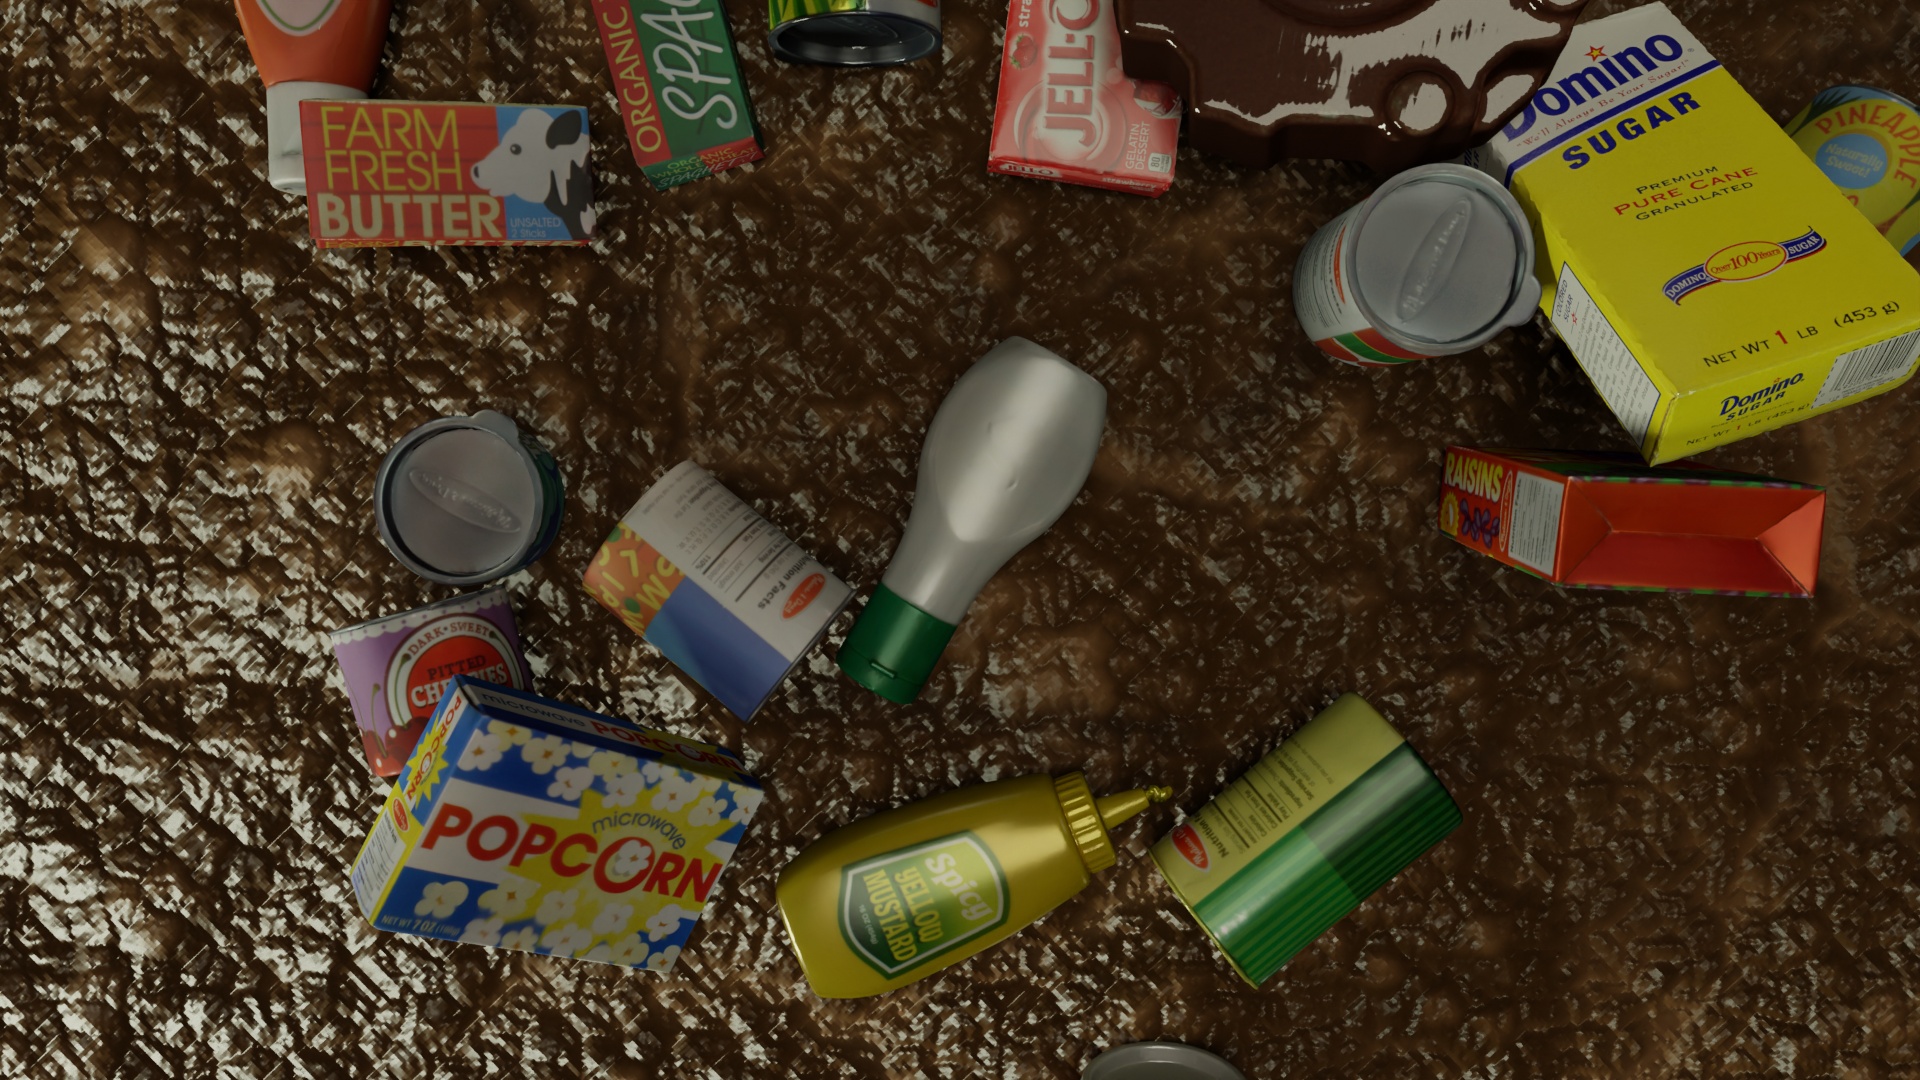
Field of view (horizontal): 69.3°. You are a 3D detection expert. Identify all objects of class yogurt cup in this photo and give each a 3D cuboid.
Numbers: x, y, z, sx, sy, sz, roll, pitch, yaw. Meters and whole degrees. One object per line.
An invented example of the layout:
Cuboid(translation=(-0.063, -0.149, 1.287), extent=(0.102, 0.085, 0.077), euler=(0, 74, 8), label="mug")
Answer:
Cuboid(translation=(0.081, 0.240, 0.550), extent=(0.072, 0.072, 0.053), euler=(0, 101, 0), label="yogurt cup")

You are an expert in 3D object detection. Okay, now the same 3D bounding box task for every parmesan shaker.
Cuboid(translation=(0.135, 0.117, 0.539), extent=(0.103, 0.071, 0.071), euler=(-39, 92, 1), label="parmesan shaker")

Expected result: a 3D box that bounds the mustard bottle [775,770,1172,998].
Cuboid(translation=(0.009, 0.126, 0.550), extent=(0.160, 0.049, 0.065), euler=(-23, 94, 1), label="mustard bottle")

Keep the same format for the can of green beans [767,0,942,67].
Cuboid(translation=(-0.040, -0.217, 0.526), extent=(0.071, 0.071, 0.057), euler=(-1, 92, 0), label="can of green beans")

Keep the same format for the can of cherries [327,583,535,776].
Cuboid(translation=(-0.201, 0.053, 0.536), extent=(0.071, 0.071, 0.058), euler=(-15, 93, 1), label="can of cherries")

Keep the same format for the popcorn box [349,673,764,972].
Cuboid(translation=(-0.148, 0.109, 0.520), extent=(0.126, 0.038, 0.085), euler=(26, 93, -41), label="popcorn box")

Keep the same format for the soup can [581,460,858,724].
Cuboid(translation=(-0.094, 0.021, 0.539), extent=(0.084, 0.071, 0.071), euler=(39, 92, -1), label="soup can")

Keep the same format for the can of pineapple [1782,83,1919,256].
Cuboid(translation=(0.333, -0.130, 0.529), extent=(0.058, 0.071, 0.071), euler=(-44, 92, 2), label="can of pineapple")

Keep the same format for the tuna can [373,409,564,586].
Cuboid(translation=(-0.192, -0.018, 0.551), extent=(0.071, 0.033, 0.071), euler=(0, 93, 0), label="tuna can")

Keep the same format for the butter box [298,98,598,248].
Cuboid(translation=(-0.194, -0.139, 0.530), extent=(0.104, 0.024, 0.053), euler=(-6, 98, -24), label="butter box")

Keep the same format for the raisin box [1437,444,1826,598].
Cuboid(translation=(0.237, -0.010, 0.506), extent=(0.086, 0.123, 0.040), euler=(2, 99, 1), label="raisin box")

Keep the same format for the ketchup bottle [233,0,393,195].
Cuboid(translation=(-0.250, -0.210, 0.537), extent=(0.065, 0.043, 0.148), euler=(-2, 93, -6), label="ketchup bottle")

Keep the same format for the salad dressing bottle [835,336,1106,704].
Cuboid(translation=(0.002, -0.007, 0.548), extent=(0.064, 0.044, 0.147), euler=(31, 93, -3), label="salad dressing bottle")

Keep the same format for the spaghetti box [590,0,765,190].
Cuboid(translation=(-0.133, -0.266, 0.542), extent=(0.050, 0.029, 0.249), euler=(-15, 92, 1), label="spaghetti box")

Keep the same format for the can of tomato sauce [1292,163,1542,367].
Cuboid(translation=(0.169, -0.100, 0.523), extent=(0.071, 0.083, 0.071), euler=(0, 93, 0), label="can of tomato sauce")
